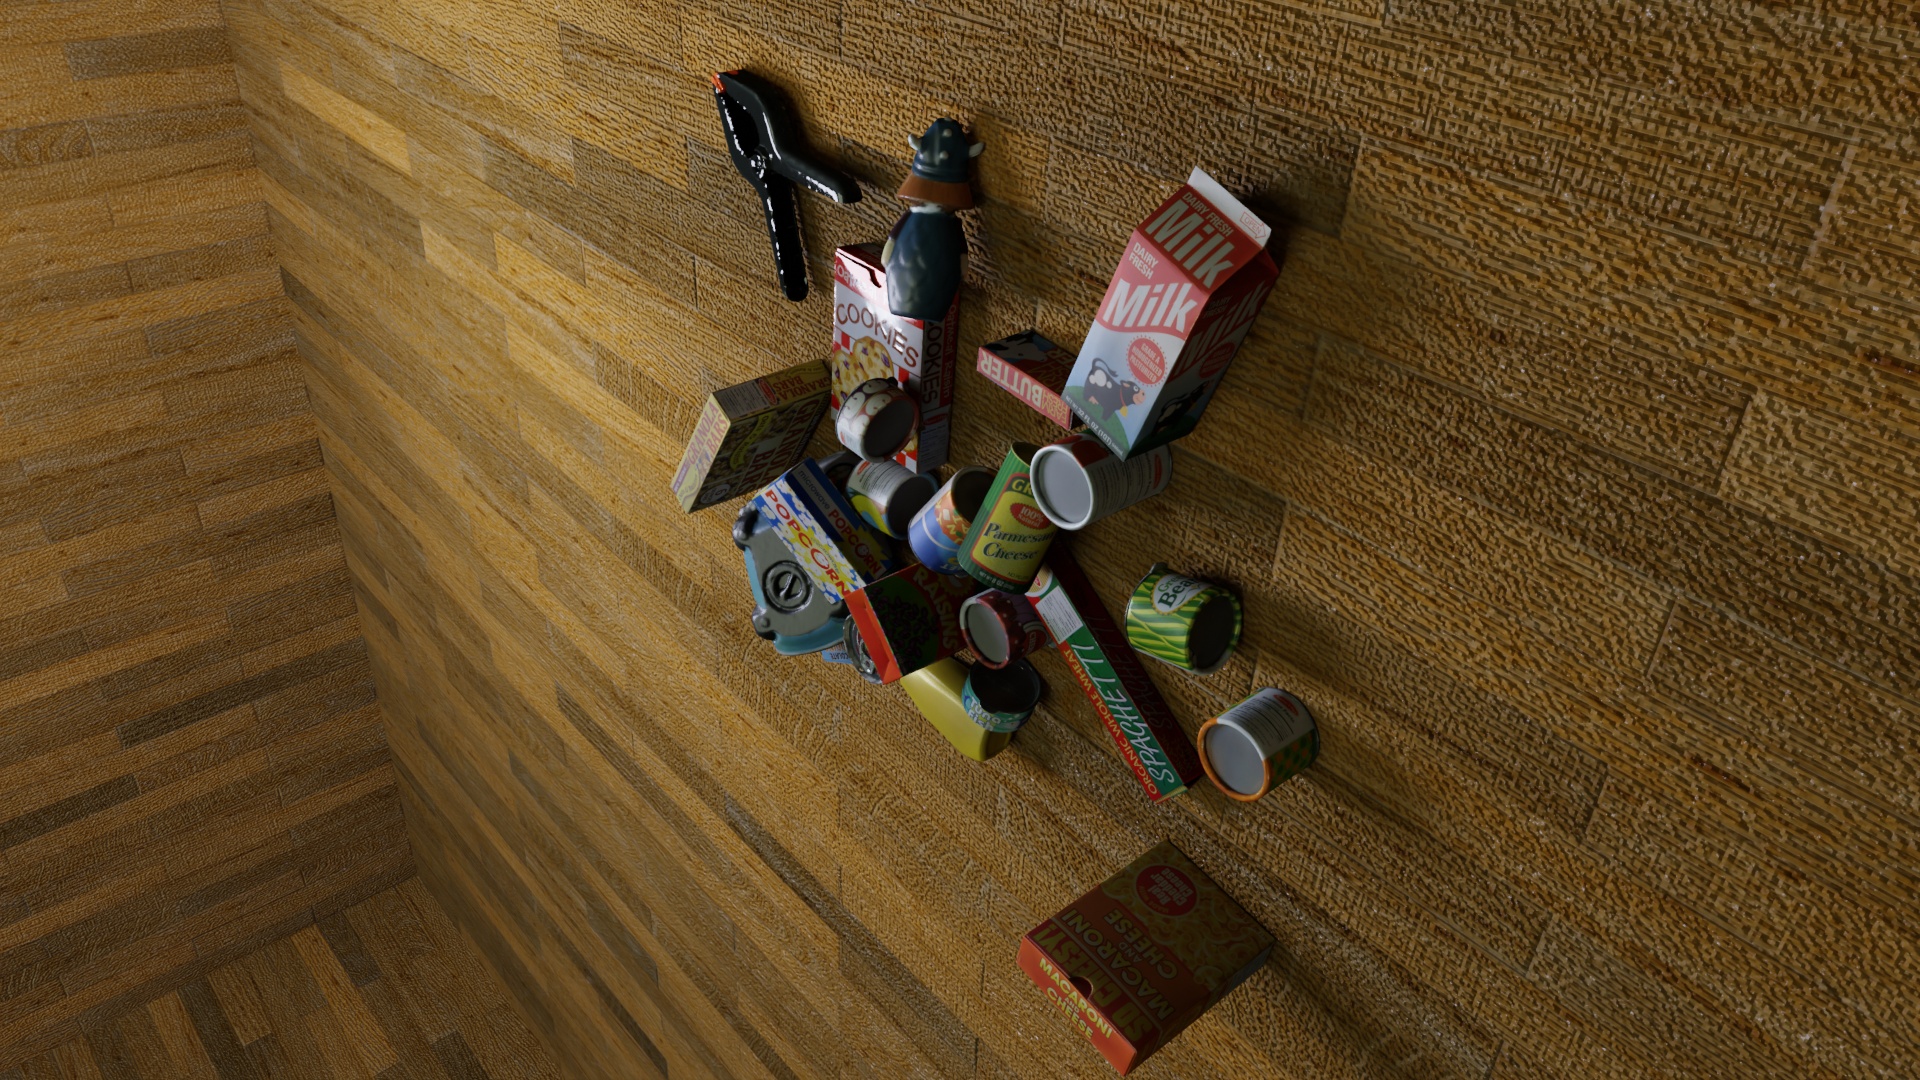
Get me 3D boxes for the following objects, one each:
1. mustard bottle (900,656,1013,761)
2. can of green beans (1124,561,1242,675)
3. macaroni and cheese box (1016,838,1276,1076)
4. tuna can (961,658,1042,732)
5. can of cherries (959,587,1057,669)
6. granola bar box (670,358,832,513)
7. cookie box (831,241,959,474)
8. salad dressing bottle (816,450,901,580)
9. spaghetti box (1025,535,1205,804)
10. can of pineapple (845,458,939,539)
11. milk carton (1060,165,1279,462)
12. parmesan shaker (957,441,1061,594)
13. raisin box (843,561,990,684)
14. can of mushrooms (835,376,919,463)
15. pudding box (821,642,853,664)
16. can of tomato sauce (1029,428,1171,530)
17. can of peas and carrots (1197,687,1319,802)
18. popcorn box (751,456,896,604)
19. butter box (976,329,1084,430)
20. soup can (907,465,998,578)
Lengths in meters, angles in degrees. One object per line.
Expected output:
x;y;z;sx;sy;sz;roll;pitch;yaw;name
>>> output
-0.017;0.139;1.305;0.160;0.049;0.065;40;136;34;mustard bottle
0.163;0.059;1.012;0.058;0.071;0.071;20;124;45;can of green beans
0.146;0.322;1.094;0.124;0.167;0.040;40;136;32;macaroni and cheese box
0.035;0.135;1.217;0.071;0.071;0.032;48;142;24;tuna can
0.043;0.071;1.181;0.071;0.058;0.071;29;130;41;can of cherries
-0.201;-0.099;1.346;0.039;0.125;0.164;56;143;14;granola bar box
-0.060;-0.158;1.202;0.123;0.040;0.166;35;134;37;cookie box
-0.095;-0.011;1.317;0.147;0.064;0.044;65;164;-12;salad dressing bottle
0.113;0.096;1.130;0.250;0.029;0.050;59;144;11;spaghetti box
-0.060;-0.039;1.248;0.058;0.071;0.070;27;129;42;can of pineapple
0.142;-0.149;0.917;0.072;0.074;0.189;48;140;24;milk carton
0.050;-0.016;1.090;0.071;0.071;0.102;40;114;32;parmesan shaker
-0.029;0.063;1.214;0.040;0.124;0.086;-30;85;54;raisin box
-0.067;-0.101;1.154;0.033;0.071;0.070;37;136;31;can of mushrooms
-0.100;0.103;1.392;0.083;0.050;0.030;0;107;53;pudding box
0.101;-0.051;1.016;0.071;0.083;0.070;28;130;41;can of tomato sauce
0.214;0.149;1.003;0.071;0.059;0.070;29;130;41;can of peas and carrots
-0.126;-0.008;1.265;0.126;0.038;0.085;53;149;-7;popcorn box
0.065;-0.123;1.048;0.104;0.053;0.024;38;138;34;butter box
0.004;-0.015;1.178;0.071;0.071;0.083;60;144;10;soup can
